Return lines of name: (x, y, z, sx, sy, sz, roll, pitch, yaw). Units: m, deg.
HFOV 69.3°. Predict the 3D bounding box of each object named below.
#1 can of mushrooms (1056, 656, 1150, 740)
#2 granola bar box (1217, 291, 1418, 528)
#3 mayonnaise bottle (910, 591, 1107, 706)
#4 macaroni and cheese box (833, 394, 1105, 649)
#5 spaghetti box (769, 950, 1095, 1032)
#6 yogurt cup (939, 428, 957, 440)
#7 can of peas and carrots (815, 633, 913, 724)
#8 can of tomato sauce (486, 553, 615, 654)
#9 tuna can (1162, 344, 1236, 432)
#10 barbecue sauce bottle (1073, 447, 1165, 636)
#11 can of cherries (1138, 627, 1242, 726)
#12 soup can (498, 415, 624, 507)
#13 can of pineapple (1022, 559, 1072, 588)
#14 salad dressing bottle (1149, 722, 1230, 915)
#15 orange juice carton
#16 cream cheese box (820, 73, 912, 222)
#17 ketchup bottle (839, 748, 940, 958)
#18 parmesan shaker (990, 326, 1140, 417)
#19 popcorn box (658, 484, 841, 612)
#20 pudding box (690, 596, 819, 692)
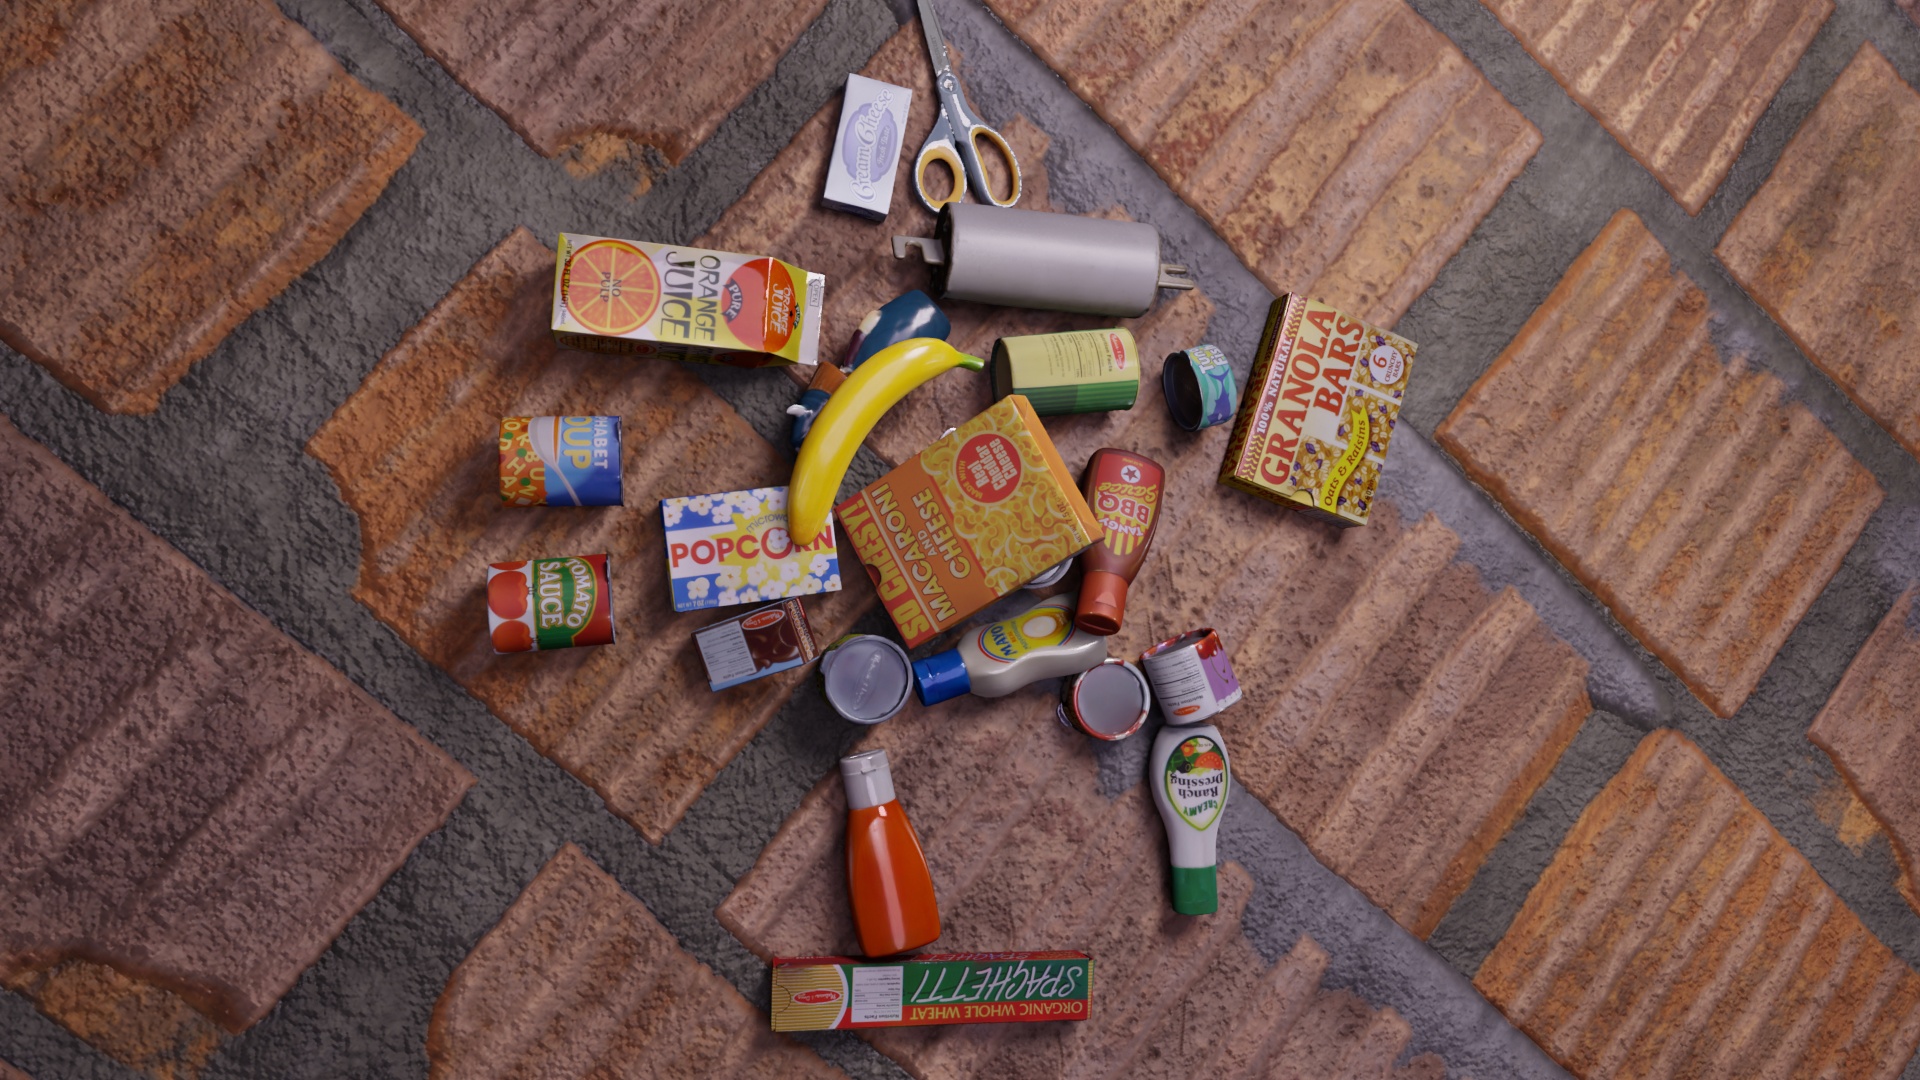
can of mushrooms: (0.113, 0.126, 1.103, 0.071, 0.033, 0.071, 1, 88, -14)
granola bar box: (0.298, -0.107, 1.156, 0.124, 0.039, 0.165, 19, 83, -12)
mayonnaise bottle: (0.036, 0.088, 1.073, 0.148, 0.041, 0.065, -18, 47, -13)
macaroni and cheese box: (0.004, -0.013, 1.026, 0.166, 0.040, 0.124, -31, 82, 20)
spaghetti box: (-0.020, 0.343, 1.062, 0.250, 0.028, 0.050, 3, 87, -13)
yogurt cup: (0.020, -0.059, 1.079, 0.072, 0.054, 0.072, 0, 88, -14)
can of peas and carrots: (-0.076, 0.102, 1.045, 0.071, 0.058, 0.071, 1, 87, -13)
can of tomato sauce: (-0.291, 0.045, 0.990, 0.083, 0.071, 0.071, -5, 89, -13)
tuna can: (0.192, -0.125, 1.116, 0.033, 0.071, 0.071, -16, 91, -15)
barbecue sauce bottle: (0.118, 0.001, 1.078, 0.065, 0.043, 0.149, 17, 60, -5)
can of cherries: (0.183, 0.107, 1.106, 0.071, 0.071, 0.058, -24, 92, -13)
soup can: (-0.285, -0.059, 0.996, 0.084, 0.071, 0.071, -1, 88, -13)
can of pineapple: (0.047, 0.005, 1.080, 0.071, 0.058, 0.071, 1, 87, -13)
salad dressing bottle: (0.185, 0.222, 1.110, 0.064, 0.044, 0.147, -2, 88, -12)
orange juice carton: (-0.198, -0.172, 1.022, 0.193, 0.073, 0.072, 4, 87, -14)
cream cheese box: (-0.074, -0.306, 1.084, 0.053, 0.024, 0.104, 12, 84, -11)
ketchup bottle: (-0.059, 0.234, 1.050, 0.065, 0.043, 0.148, -12, 90, -15)
parmesan shaker: (0.080, -0.133, 1.093, 0.103, 0.071, 0.071, -6, 89, -13)
popcorn box: (-0.157, 0.004, 1.040, 0.127, 0.038, 0.085, -7, 89, -14)
pudding box: (-0.151, 0.077, 1.023, 0.083, 0.030, 0.049, -19, 92, 20)
